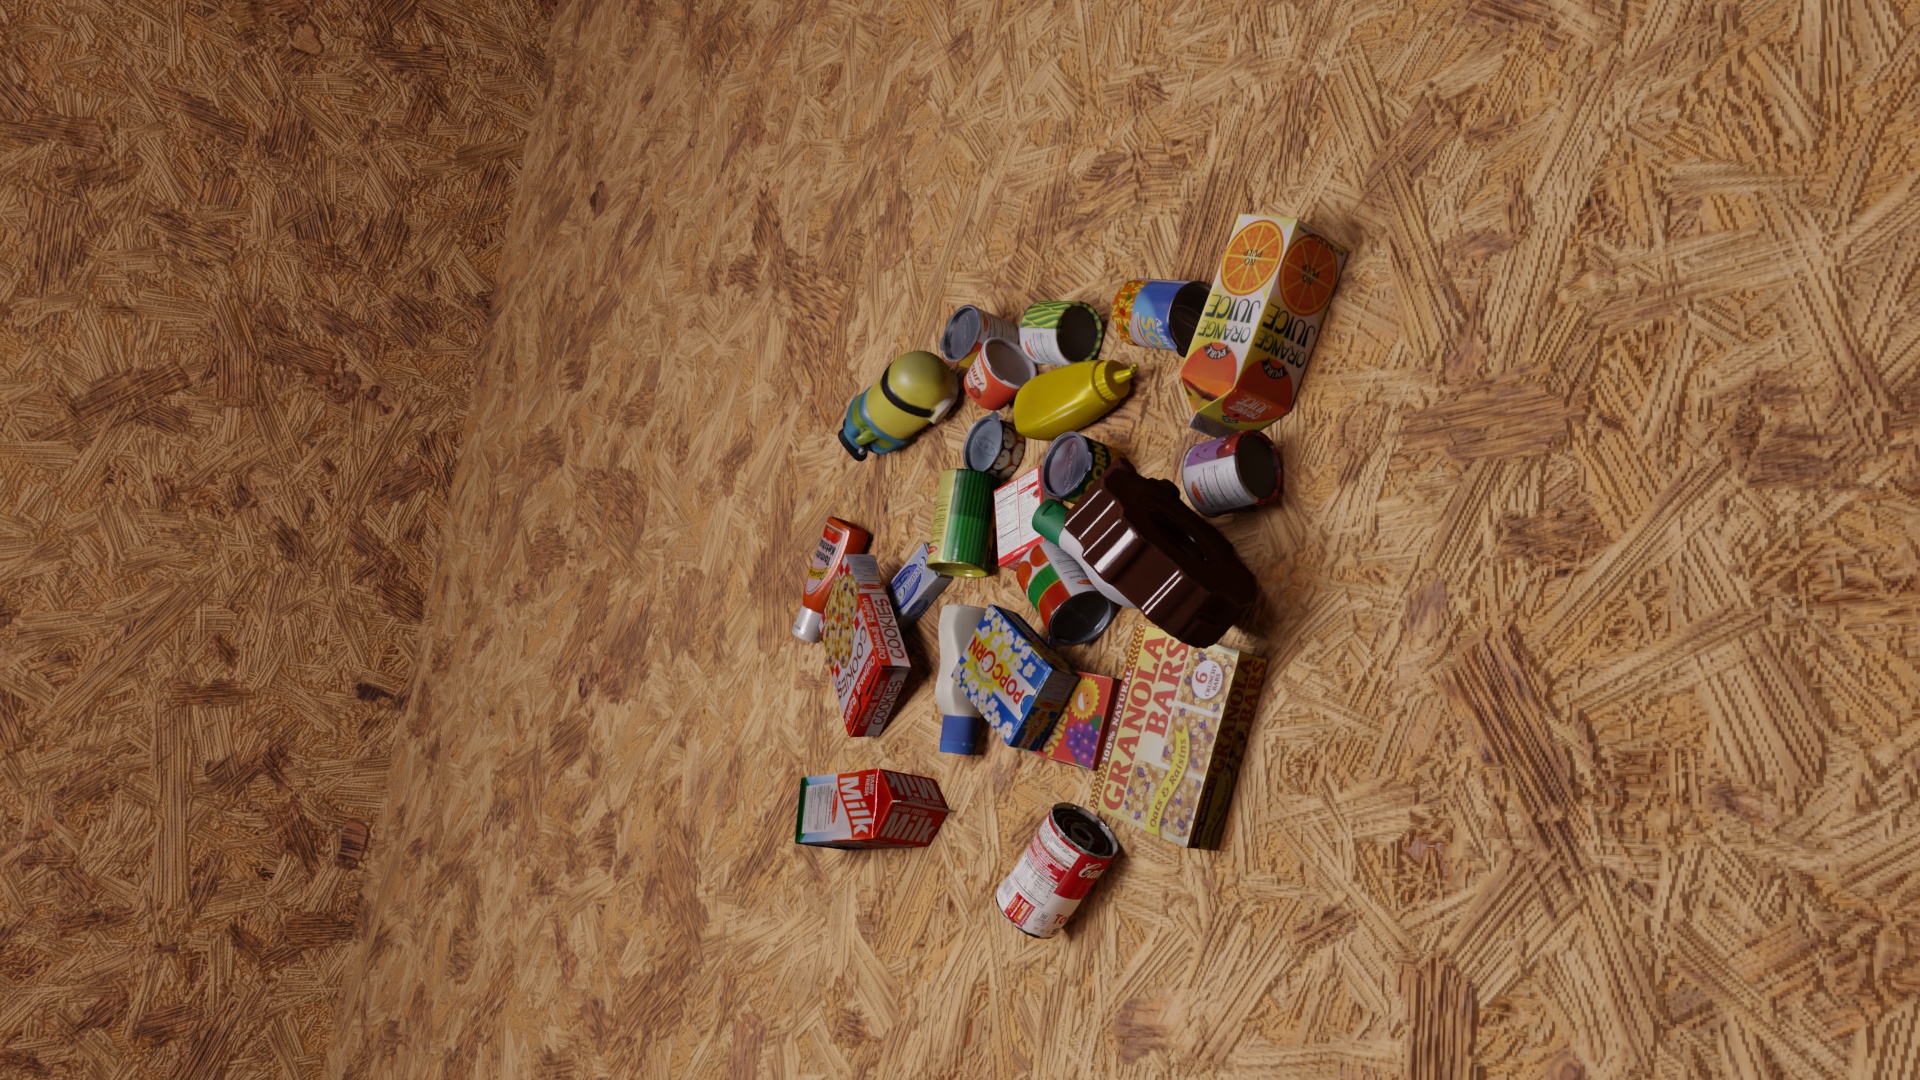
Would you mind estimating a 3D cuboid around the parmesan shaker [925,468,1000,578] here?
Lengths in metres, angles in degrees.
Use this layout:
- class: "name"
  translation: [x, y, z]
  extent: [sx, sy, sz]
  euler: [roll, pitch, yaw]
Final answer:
- class: "parmesan shaker"
  translation: [0.005, -0.018, 1.461]
  extent: [0.071, 0.071, 0.103]
  euler: [-8, 68, 51]

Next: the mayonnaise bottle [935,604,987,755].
- class: "mayonnaise bottle"
  translation: [0.004, 0.141, 1.401]
  extent: [0.041, 0.065, 0.148]
  euler: [-7, 73, 55]

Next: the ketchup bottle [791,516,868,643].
- class: "ketchup bottle"
  translation: [-0.159, 0.049, 1.669]
  extent: [0.065, 0.043, 0.148]
  euler: [29, 99, 54]

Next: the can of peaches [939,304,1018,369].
- class: "can of peaches"
  translation: [0.021, -0.219, 1.535]
  extent: [0.071, 0.058, 0.071]
  euler: [-25, 57, 46]

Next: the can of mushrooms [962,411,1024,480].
- class: "can of mushrooms"
  translation: [0.036, -0.100, 1.484]
  extent: [0.071, 0.033, 0.071]
  euler: [-26, 55, 46]

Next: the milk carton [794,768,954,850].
- class: "milk carton"
  translation: [-0.091, 0.282, 1.454]
  extent: [0.190, 0.072, 0.073]
  euler: [-18, 62, 49]

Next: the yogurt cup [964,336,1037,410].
- class: "yogurt cup"
  translation: [0.040, -0.176, 1.488]
  extent: [0.053, 0.072, 0.073]
  euler: [-46, 42, 43]

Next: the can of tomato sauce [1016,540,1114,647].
- class: "can of tomato sauce"
  translation: [0.097, 0.050, 1.312]
  extent: [0.071, 0.071, 0.083]
  euler: [-56, 38, 22]

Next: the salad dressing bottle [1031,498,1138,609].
- class: "salad dressing bottle"
  translation: [0.128, 0.010, 1.273]
  extent: [0.064, 0.043, 0.148]
  euler: [-44, 52, -15]

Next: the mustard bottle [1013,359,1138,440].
- class: "mustard bottle"
  translation: [0.120, -0.145, 1.380]
  extent: [0.160, 0.049, 0.065]
  euler: [-18, 62, 48]

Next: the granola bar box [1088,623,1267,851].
- class: "granola bar box"
  translation: [0.182, 0.164, 1.174]
  extent: [0.124, 0.039, 0.165]
  euler: [12, 85, 53]

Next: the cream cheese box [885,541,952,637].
- class: "cream cheese box"
  translation: [-0.053, 0.055, 1.542]
  extent: [0.103, 0.024, 0.053]
  euler: [-49, 43, 28]

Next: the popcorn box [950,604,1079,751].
- class: "popcorn box"
  translation: [0.049, 0.127, 1.299]
  extent: [0.085, 0.038, 0.127]
  euler: [-61, 35, 12]

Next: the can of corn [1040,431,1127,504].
- class: "can of corn"
  translation: [0.122, -0.065, 1.335]
  extent: [0.071, 0.058, 0.071]
  euler: [-26, 56, 45]

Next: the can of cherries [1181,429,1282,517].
- class: "can of cherries"
  translation: [0.233, -0.059, 1.183]
  extent: [0.058, 0.071, 0.071]
  euler: [-17, 63, 48]

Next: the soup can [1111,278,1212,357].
- class: "soup can"
  translation: [0.191, -0.209, 1.299]
  extent: [0.084, 0.071, 0.071]
  euler: [18, 90, 55]

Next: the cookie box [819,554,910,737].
- class: "cookie box"
  translation: [-0.110, 0.117, 1.549]
  extent: [0.168, 0.040, 0.122]
  euler: [-111, 33, -41]

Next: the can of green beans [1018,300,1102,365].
- class: "can of green beans"
  translation: [0.103, -0.212, 1.417]
  extent: [0.058, 0.071, 0.071]
  euler: [13, 86, 53]

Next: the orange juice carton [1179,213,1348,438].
- class: "orange juice carton"
  translation: [0.255, -0.178, 1.198]
  extent: [0.073, 0.072, 0.192]
  euler: [23, 94, 55]

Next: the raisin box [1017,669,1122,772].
- class: "raisin box"
  translation: [0.104, 0.163, 1.278]
  extent: [0.123, 0.040, 0.086]
  euler: [4, 78, 55]
